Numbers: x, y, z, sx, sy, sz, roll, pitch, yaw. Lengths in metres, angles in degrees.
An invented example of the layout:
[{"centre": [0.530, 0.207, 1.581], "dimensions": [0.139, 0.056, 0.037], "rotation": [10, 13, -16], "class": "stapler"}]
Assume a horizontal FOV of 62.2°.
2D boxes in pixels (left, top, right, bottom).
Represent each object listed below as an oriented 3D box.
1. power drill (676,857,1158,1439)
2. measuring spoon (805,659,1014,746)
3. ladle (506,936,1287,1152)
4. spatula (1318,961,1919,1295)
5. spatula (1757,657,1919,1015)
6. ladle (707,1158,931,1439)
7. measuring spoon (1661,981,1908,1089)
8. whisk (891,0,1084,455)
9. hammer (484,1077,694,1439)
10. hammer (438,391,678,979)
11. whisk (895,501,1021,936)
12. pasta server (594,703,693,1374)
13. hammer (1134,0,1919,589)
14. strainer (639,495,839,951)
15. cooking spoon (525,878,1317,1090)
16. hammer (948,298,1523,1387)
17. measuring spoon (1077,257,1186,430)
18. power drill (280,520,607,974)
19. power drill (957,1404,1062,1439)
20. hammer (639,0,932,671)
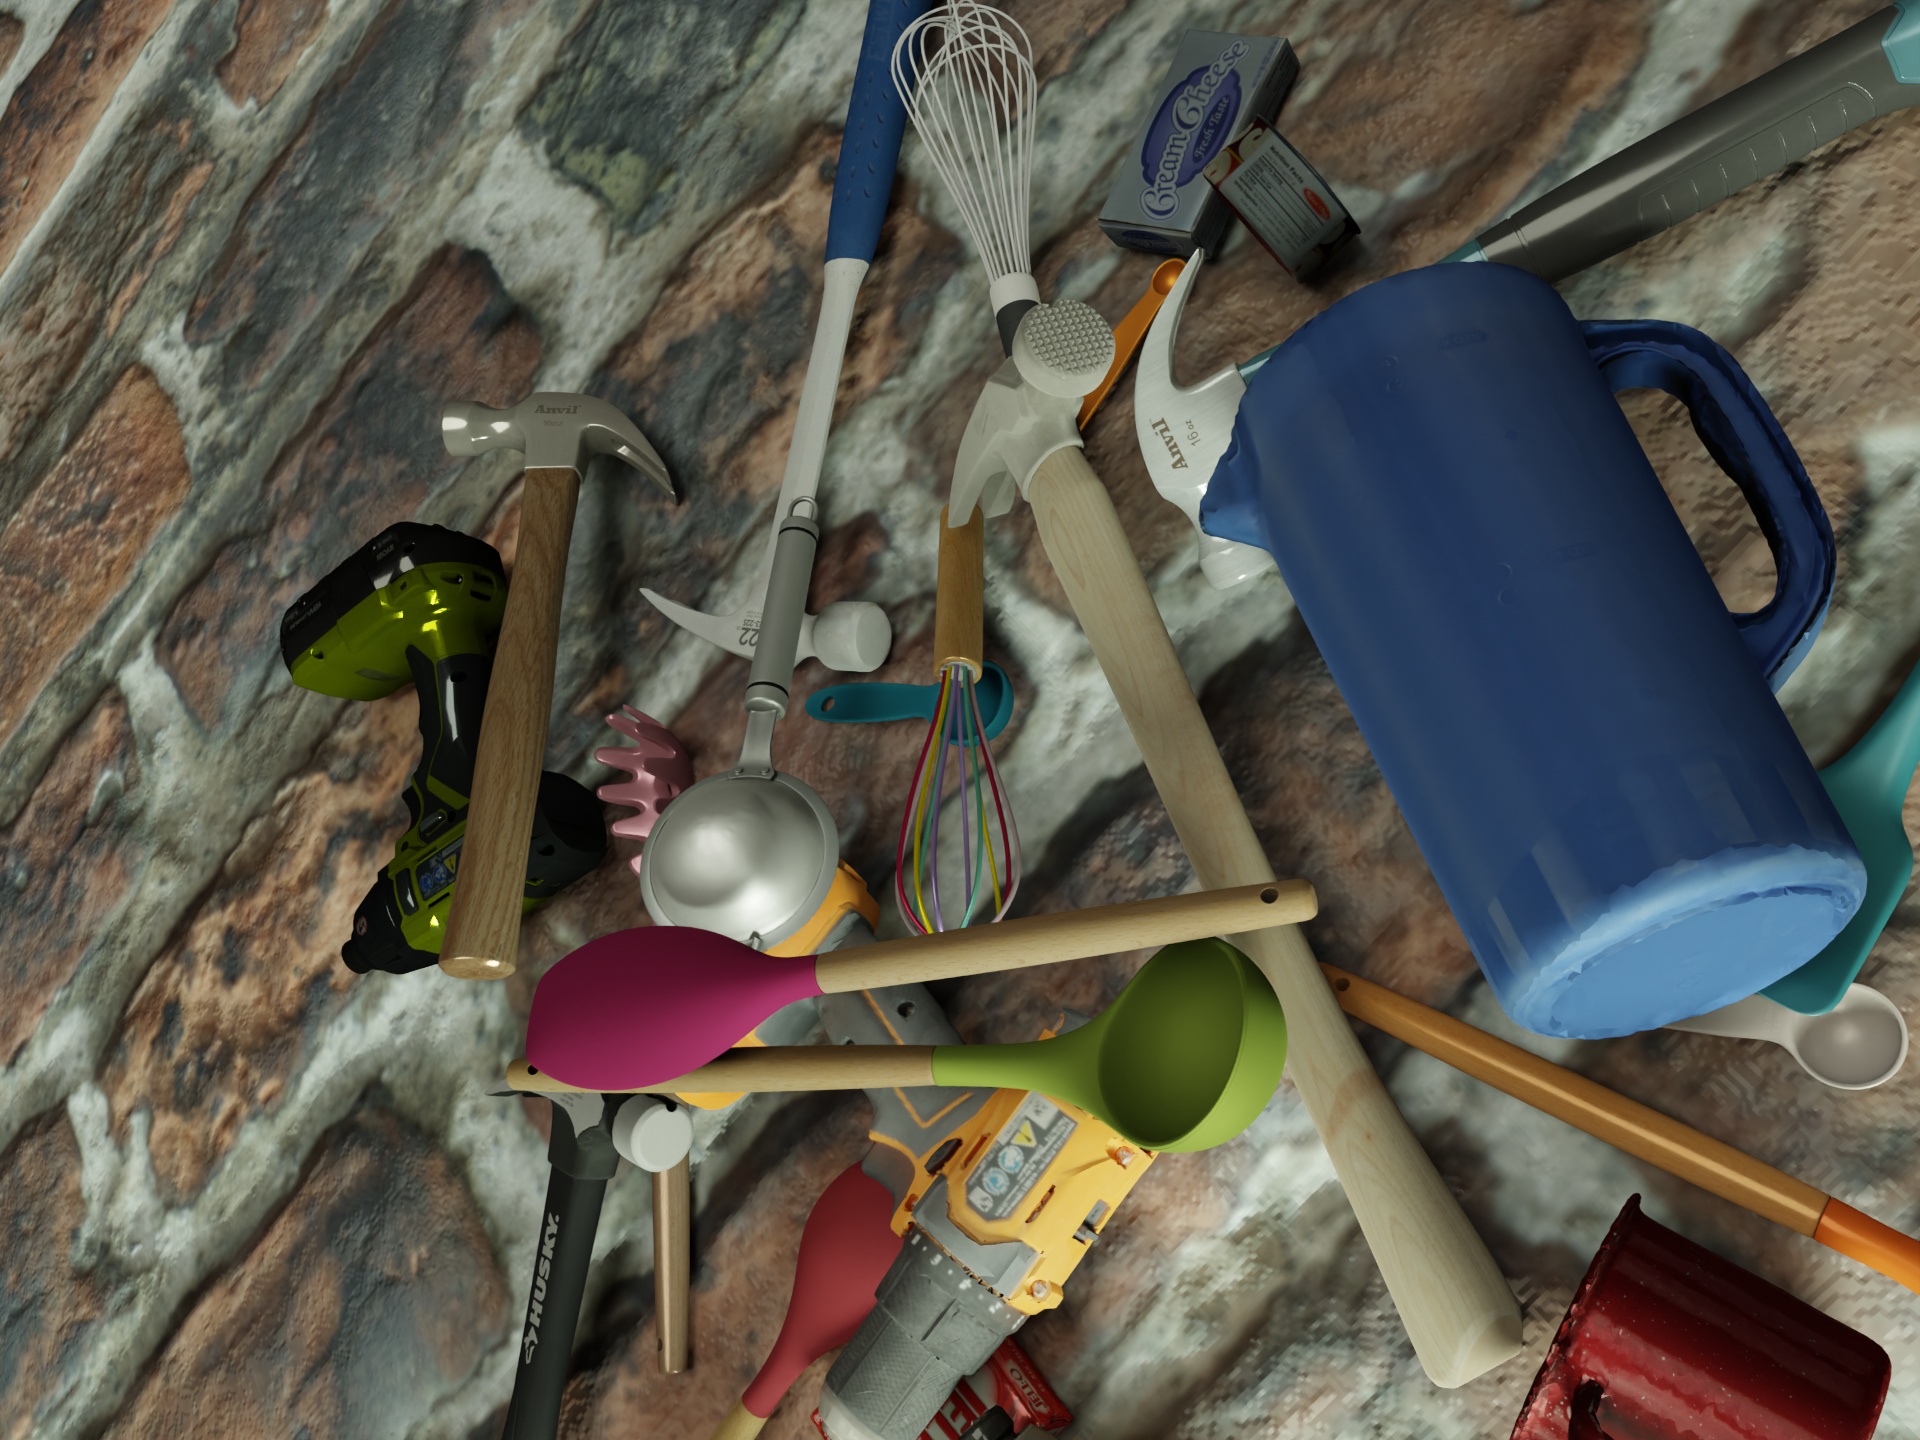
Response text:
[{"centre": [-0.045, 0.166, 0.657], "dimensions": [0.226, 0.084, 0.185], "rotation": [32, 79, 32], "class": "power drill"}, {"centre": [-0.023, -0.005, 0.750], "dimensions": [0.129, 0.021, 0.042], "rotation": [0, 64, 42], "class": "measuring spoon"}, {"centre": [-0.038, 0.125, 0.599], "dimensions": [0.320, 0.062, 0.078], "rotation": [-5, 54, 18], "class": "ladle"}, {"centre": [0.253, 0.146, 0.514], "dimensions": [0.323, 0.041, 0.081], "rotation": [23, 74, 36], "class": "spatula"}, {"centre": [0.337, -0.048, 0.513], "dimensions": [0.317, 0.044, 0.082], "rotation": [-56, 45, 6], "class": "spatula"}, {"centre": [-0.104, 0.321, 0.703], "dimensions": [0.069, 0.031, 0.315], "rotation": [41, 101, 37], "class": "ladle"}, {"centre": [0.255, 0.098, 0.545], "dimensions": [0.124, 0.018, 0.034], "rotation": [7, 81, 40], "class": "measuring spoon"}, {"centre": [0.019, -0.227, 0.755], "dimensions": [0.070, 0.070, 0.285], "rotation": [-20, 69, 27], "class": "whisk"}, {"centre": [-0.203, 0.327, 0.746], "dimensions": [0.146, 0.035, 0.335], "rotation": [5, 84, 50], "class": "hammer"}, {"centre": [-0.220, -0.030, 0.813], "dimensions": [0.130, 0.031, 0.332], "rotation": [-1, 63, 3], "class": "hammer"}, {"centre": [0.000, -0.001, 0.685], "dimensions": [0.051, 0.047, 0.245], "rotation": [123, 155, -48], "class": "whisk"}, {"centre": [-0.148, 0.148, 0.771], "dimensions": [0.060, 0.040, 0.316], "rotation": [-25, 64, 52], "class": "pasta server"}, {"centre": [0.218, -0.178, 0.612], "dimensions": [0.331, 0.033, 0.128], "rotation": [-26, 97, 18], "class": "hammer"}, {"centre": [-0.089, -0.002, 0.697], "dimensions": [0.087, 0.050, 0.259], "rotation": [-1, 55, 10], "class": "strainer"}, {"centre": [-0.028, 0.090, 0.589], "dimensions": [0.319, 0.017, 0.069], "rotation": [-12, 55, 19], "class": "cooking spoon"}, {"centre": [0.096, 0.046, 0.613], "dimensions": [0.038, 0.146, 0.411], "rotation": [-17, 73, -20], "class": "hammer"}, {"centre": [0.069, -0.162, 0.737], "dimensions": [0.117, 0.011, 0.021], "rotation": [-53, 50, 13], "class": "measuring spoon"}, {"centre": [-0.297, 0.019, 0.879], "dimensions": [0.171, 0.080, 0.223], "rotation": [-32, 65, 21], "class": "power drill"}, {"centre": [-0.006, 0.366, 0.585], "dimensions": [0.219, 0.078, 0.143], "rotation": [-44, 73, 11], "class": "power drill"}, {"centre": [-0.066, -0.225, 0.823], "dimensions": [0.144, 0.035, 0.405], "rotation": [5, 79, 33], "class": "hammer"}]
